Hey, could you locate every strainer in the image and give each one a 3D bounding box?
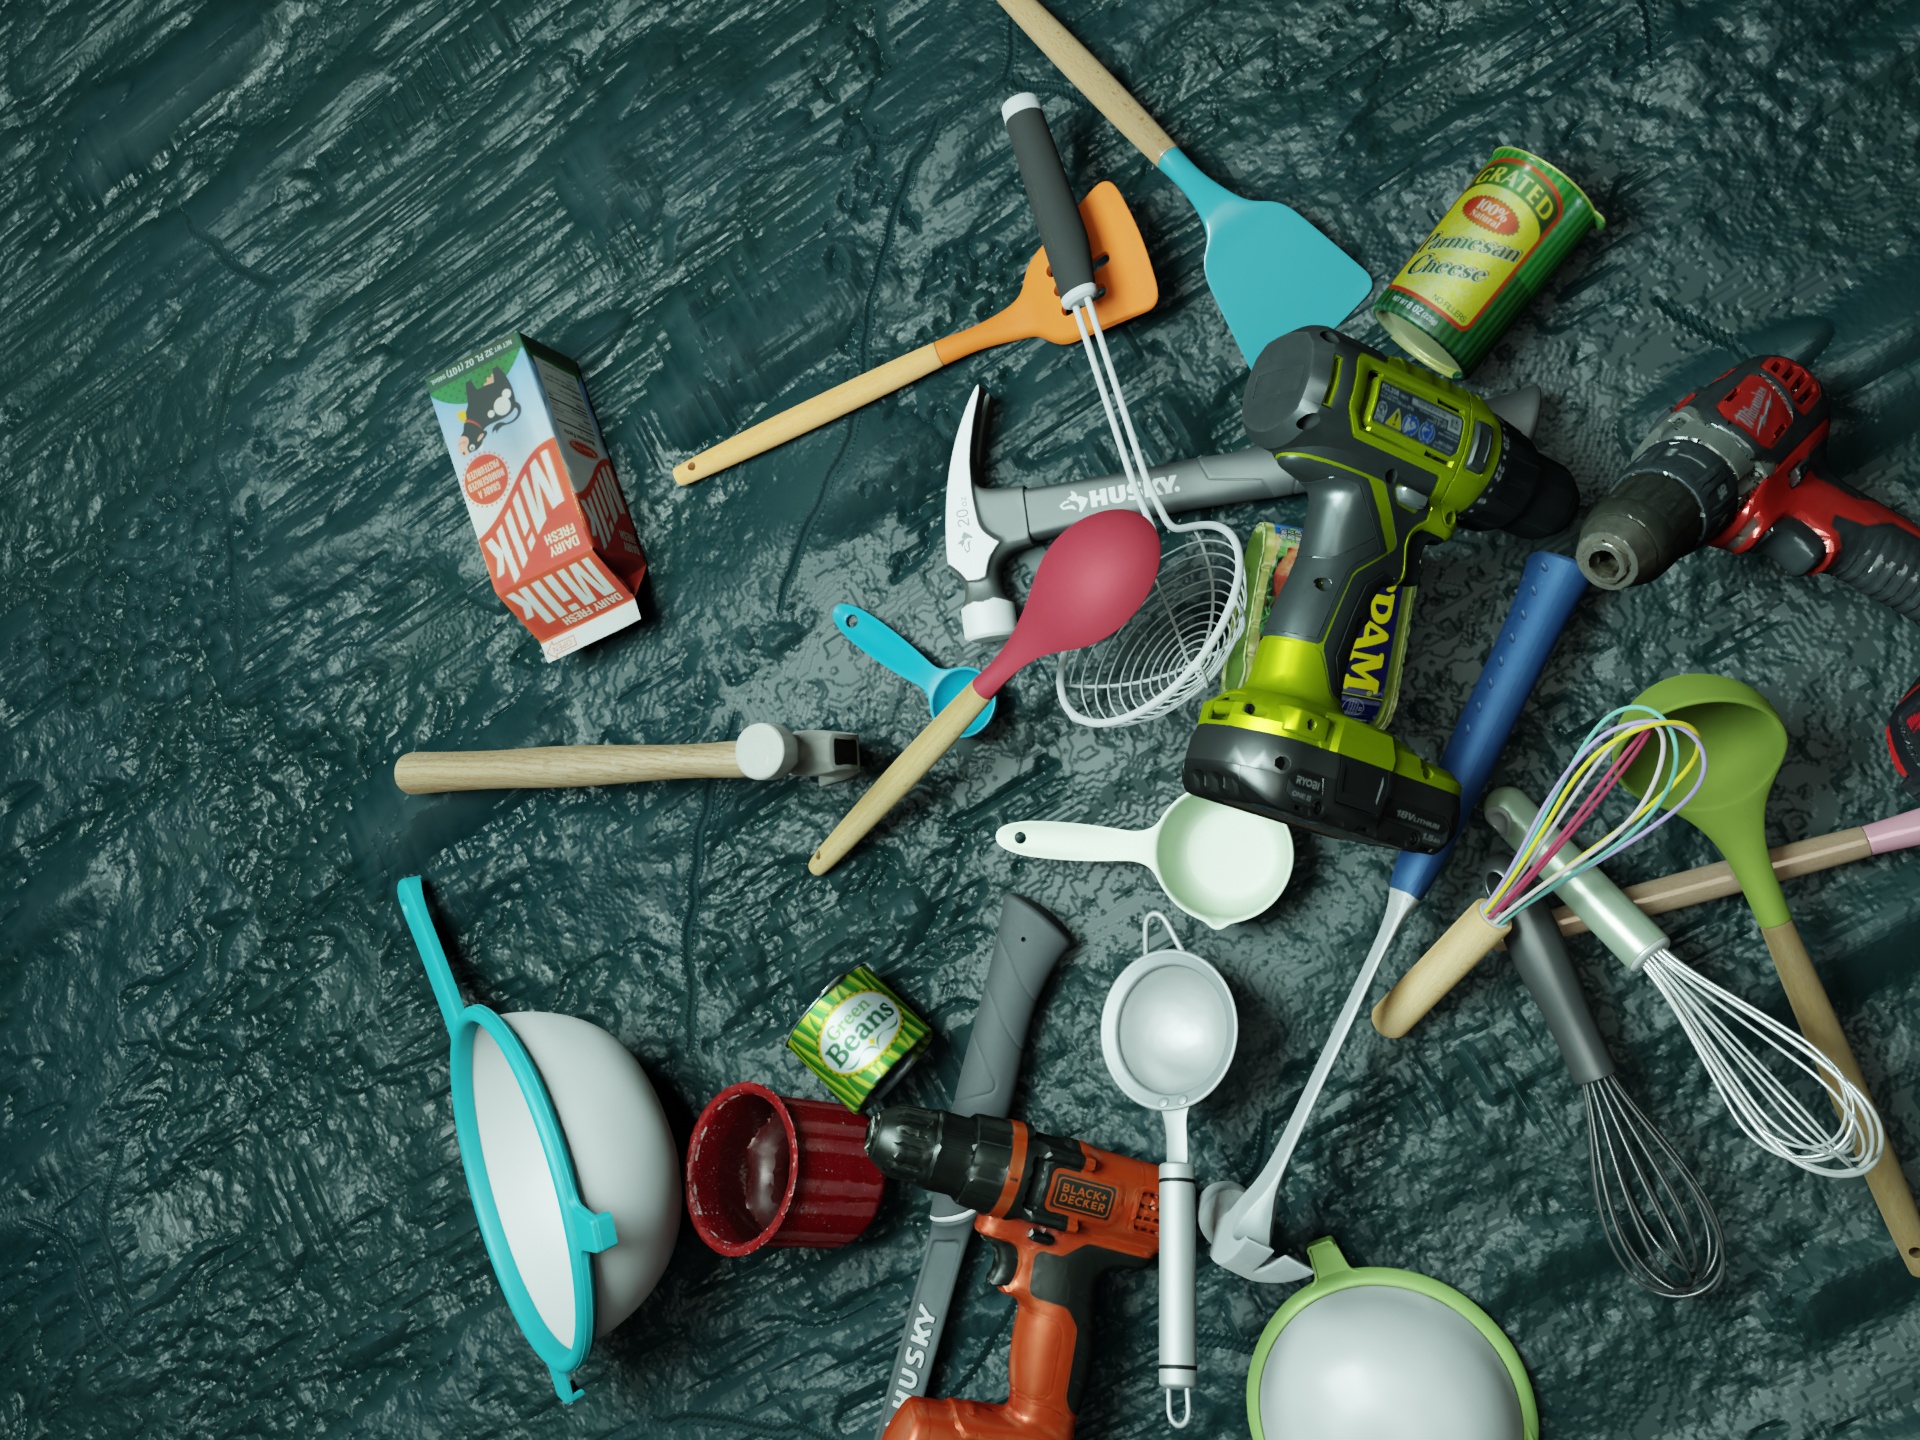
[{"bbox_3d":[-0.250,0.215,0.962,0.341,0.095,0.210,54,142,34],"label":"strainer"},{"bbox_3d":[0.114,0.230,0.835,0.087,0.050,0.259,-16,59,37],"label":"strainer"},{"bbox_3d":[0.267,0.384,0.804,0.256,0.069,0.151,20,92,19],"label":"strainer"}]

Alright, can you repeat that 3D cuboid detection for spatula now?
[{"bbox_3d":[-0.037,-0.212,0.952,0.322,0.041,0.081,-22,81,15],"label":"spatula"},{"bbox_3d":[0.106,-0.339,0.928,0.082,0.044,0.318,-41,72,11],"label":"spatula"}]

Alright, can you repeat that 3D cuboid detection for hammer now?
[{"bbox_3d":[0.227,0.100,0.819,0.035,0.144,0.405,26,87,3],"label":"hammer"},{"bbox_3d":[-0.012,0.299,0.914,0.149,0.036,0.409,15,90,18],"label":"hammer"},{"bbox_3d":[-0.209,0.026,0.962,0.331,0.130,0.031,-3,86,27],"label":"hammer"},{"bbox_3d":[0.152,-0.142,0.893,0.335,0.035,0.146,-9,85,16],"label":"hammer"}]

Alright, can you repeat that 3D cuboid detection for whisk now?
[{"bbox_3d":[0.272,0.081,0.782,0.051,0.047,0.244,53,135,27],"label":"whisk"},{"bbox_3d":[0.321,0.179,0.809,0.055,0.055,0.239,-24,82,14],"label":"whisk"},{"bbox_3d":[0.346,0.120,0.781,0.059,0.057,0.247,-22,53,-20],"label":"whisk"}]

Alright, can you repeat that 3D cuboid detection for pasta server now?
[{"bbox_3d":[0.427,0.068,0.803,0.316,0.040,0.060,-19,81,19],"label":"pasta server"}]

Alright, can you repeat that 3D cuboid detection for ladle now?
[{"bbox_3d":[0.404,0.126,0.768,0.078,0.062,0.320,-23,90,29],"label":"ladle"},{"bbox_3d":[-0.001,-0.003,0.870,0.315,0.031,0.069,-47,48,36],"label":"ladle"}]

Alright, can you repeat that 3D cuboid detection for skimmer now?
[{"bbox_3d":[0.064,-0.175,0.854,0.127,0.090,0.363,-24,79,44],"label":"skimmer"}]

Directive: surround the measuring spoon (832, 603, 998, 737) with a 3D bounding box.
[{"bbox_3d":[-0.027,-0.033,0.953,0.129,0.021,0.042,37,98,25],"label":"measuring spoon"}]

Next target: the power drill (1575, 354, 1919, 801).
[{"bbox_3d":[0.409,-0.062,0.746,0.188,0.080,0.227,-36,73,-32],"label":"power drill"}]

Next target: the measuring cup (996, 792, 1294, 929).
[{"bbox_3d":[0.104,0.071,0.893,0.167,0.038,0.083,3,87,19],"label":"measuring cup"}]

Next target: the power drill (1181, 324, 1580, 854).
[{"bbox_3d":[0.208,-0.056,0.775,0.190,0.080,0.228,17,85,-26],"label":"power drill"}]
